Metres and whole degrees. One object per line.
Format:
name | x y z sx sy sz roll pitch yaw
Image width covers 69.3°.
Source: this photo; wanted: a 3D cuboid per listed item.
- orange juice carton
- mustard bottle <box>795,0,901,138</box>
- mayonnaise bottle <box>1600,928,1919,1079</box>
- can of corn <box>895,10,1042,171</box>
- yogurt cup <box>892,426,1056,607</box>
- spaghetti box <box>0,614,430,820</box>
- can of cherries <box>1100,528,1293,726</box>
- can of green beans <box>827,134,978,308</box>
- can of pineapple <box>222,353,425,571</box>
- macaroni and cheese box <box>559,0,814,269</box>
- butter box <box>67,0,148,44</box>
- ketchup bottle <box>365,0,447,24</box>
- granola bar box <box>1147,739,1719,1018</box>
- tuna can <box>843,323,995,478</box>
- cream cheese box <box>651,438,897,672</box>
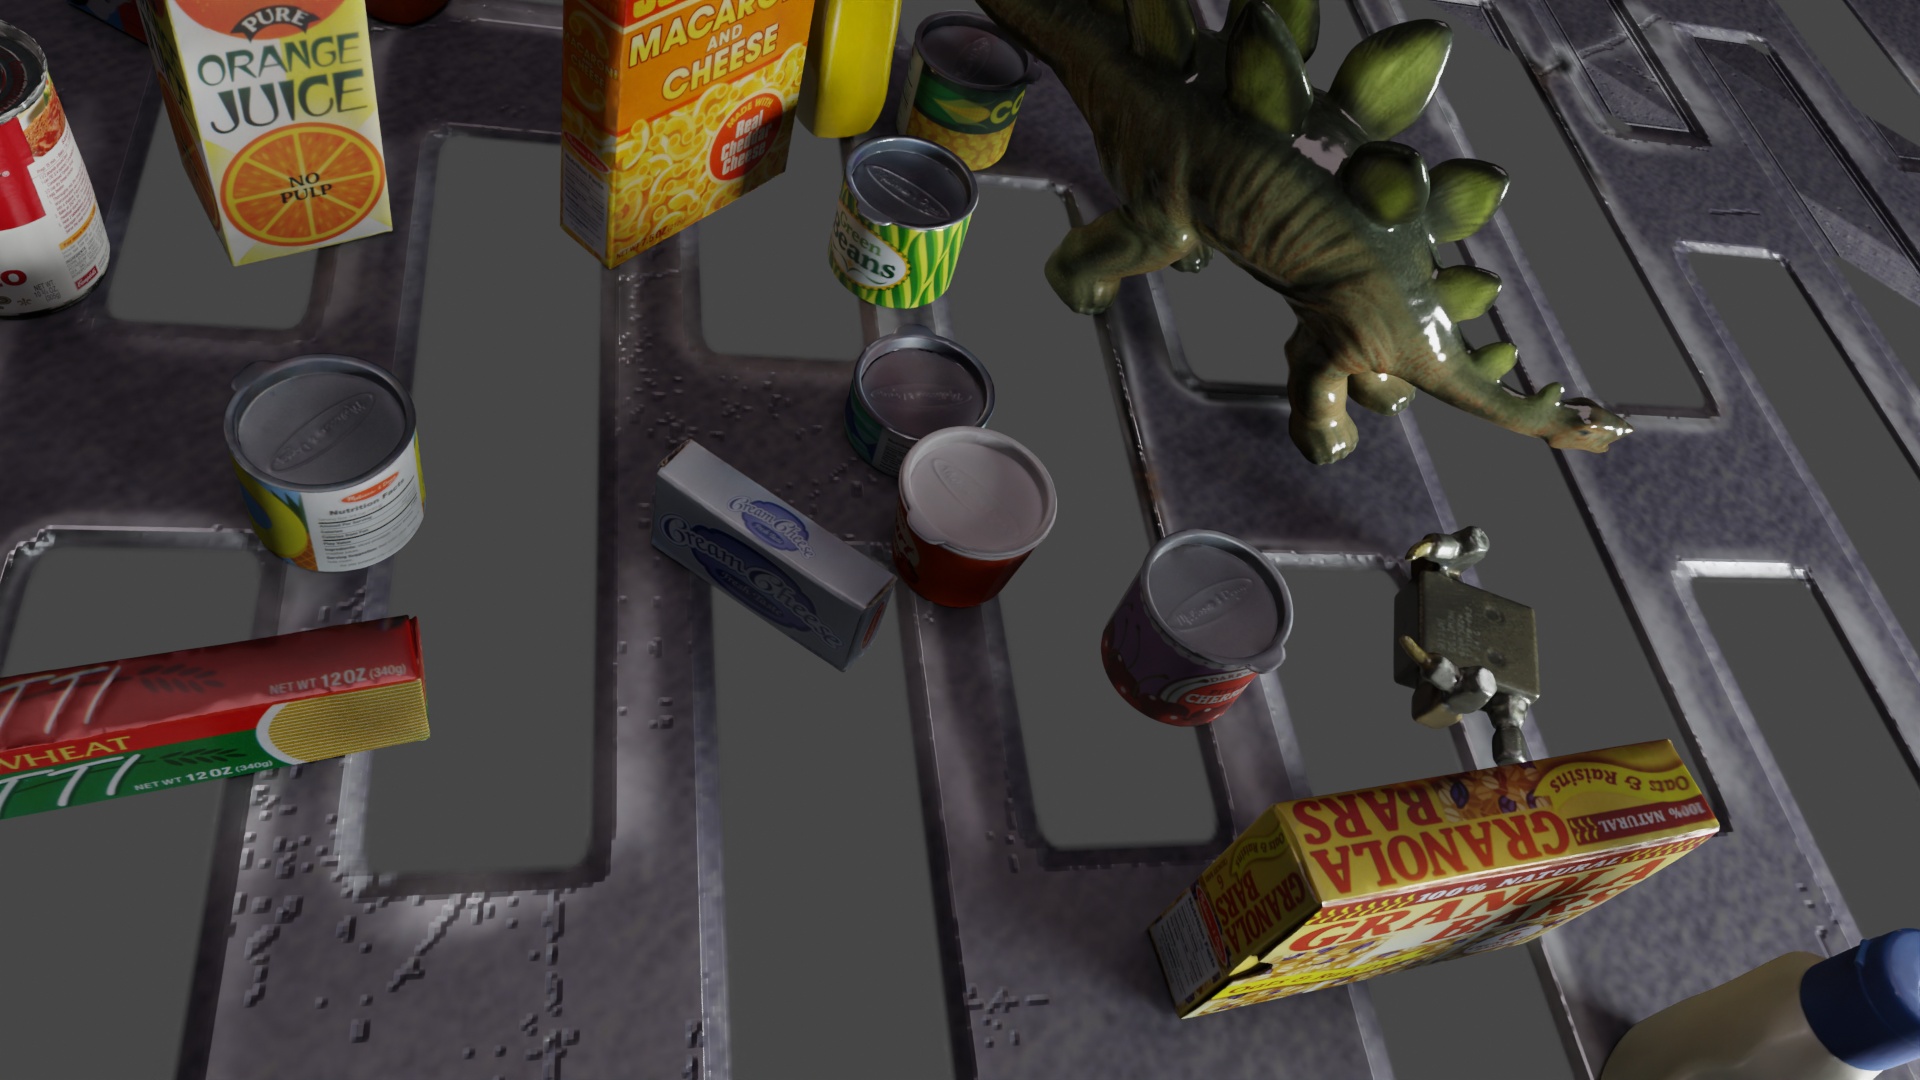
orange juice carton | -0.290 -0.211 0.570 0.073 0.191 0.072 -23 65 -28
mustard bottle | -0.056 -0.284 0.711 0.049 0.159 0.065 -13 60 -24
mayonnaise bottle | 0.288 0.179 0.491 0.041 0.147 0.065 40 55 13
can of corn | 0.004 -0.246 0.765 0.071 0.058 0.071 8 54 -11
yogurt cup | 0.002 -0.008 0.599 0.072 0.053 0.073 8 54 -11
spaghetti box | -0.308 0.068 0.457 0.251 0.050 0.029 -9 59 -22
can of cherries | 0.100 0.040 0.591 0.071 0.058 0.072 8 54 -11
can of green beans | -0.030 -0.158 0.694 0.071 0.057 0.071 8 54 -11
can of pineapple | -0.246 -0.031 0.540 0.071 0.057 0.071 8 54 -11
macaroni and cheese box | -0.126 -0.220 0.641 0.040 0.165 0.124 40 55 13
butter box | -0.384 -0.262 0.666 0.103 0.052 0.024 28 53 4
ketchup bottle | -0.280 -0.336 0.689 0.043 0.148 0.065 19 53 -3
granola bar box | 0.168 0.126 0.509 0.166 0.123 0.039 -5 58 -19
tuna can | -0.020 -0.064 0.645 0.071 0.032 0.071 8 54 -11
cream cheese box | -0.078 0.007 0.565 0.104 0.053 0.024 33 53 8
